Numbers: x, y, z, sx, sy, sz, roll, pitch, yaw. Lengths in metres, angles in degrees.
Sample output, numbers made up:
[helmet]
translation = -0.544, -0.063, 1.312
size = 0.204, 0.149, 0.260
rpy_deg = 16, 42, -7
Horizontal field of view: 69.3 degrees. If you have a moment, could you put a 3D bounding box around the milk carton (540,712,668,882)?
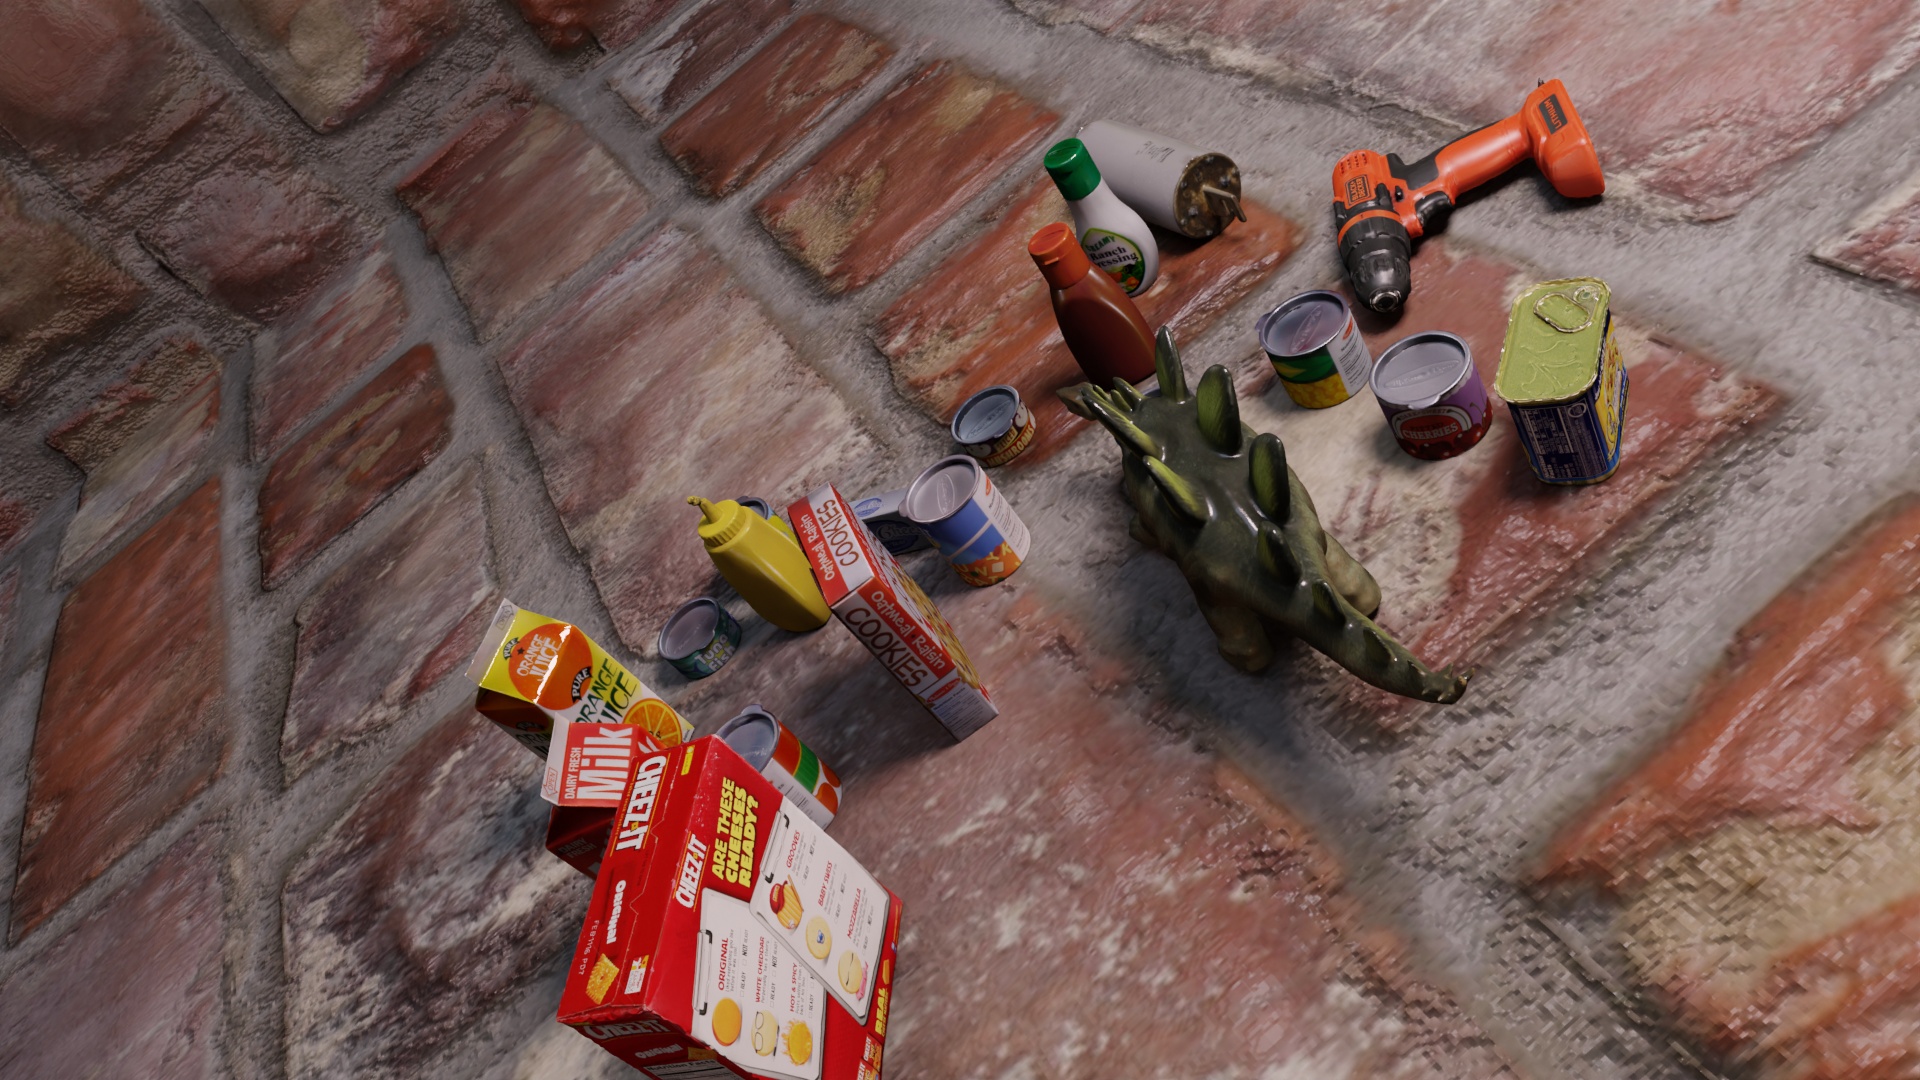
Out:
[milk carton]
translation = -0.217, 0.193, 0.949
size = 0.073, 0.190, 0.073
rpy_deg = -26, 40, 16

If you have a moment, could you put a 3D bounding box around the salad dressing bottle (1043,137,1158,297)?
[salad dressing bottle]
translation = 0.119, -0.274, 1.182
size = 0.064, 0.147, 0.044
rpy_deg = -7, 48, 34

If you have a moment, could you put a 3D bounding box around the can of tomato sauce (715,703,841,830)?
[can of tomato sauce]
translation = -0.134, 0.169, 0.994
size = 0.071, 0.083, 0.071
rpy_deg = -22, 41, 21

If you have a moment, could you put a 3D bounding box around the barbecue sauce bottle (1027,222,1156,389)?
[barbecue sauce bottle]
translation = 0.103, -0.186, 1.107
size = 0.065, 0.148, 0.044
rpy_deg = -16, 43, 26

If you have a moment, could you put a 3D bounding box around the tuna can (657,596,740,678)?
[tuna can]
translation = -0.222, 0.084, 1.189
size = 0.071, 0.032, 0.071
rpy_deg = -22, 41, 20

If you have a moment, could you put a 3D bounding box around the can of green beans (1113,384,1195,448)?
[can of green beans]
translation = 0.155, -0.073, 1.026
size = 0.071, 0.057, 0.071
rpy_deg = -22, 41, 21

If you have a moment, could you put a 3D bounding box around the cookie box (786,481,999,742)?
[cookie box]
translation = -0.049, 0.051, 0.977
size = 0.040, 0.167, 0.123
rpy_deg = -36, 38, 4

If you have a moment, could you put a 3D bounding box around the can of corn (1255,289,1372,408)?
[can of corn]
translation = 0.257, -0.139, 1.010
size = 0.071, 0.058, 0.071
rpy_deg = -22, 41, 21

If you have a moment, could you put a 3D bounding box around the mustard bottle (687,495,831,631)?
[mustard bottle]
translation = -0.164, 0.012, 1.112
size = 0.065, 0.159, 0.049
rpy_deg = -9, 47, 33

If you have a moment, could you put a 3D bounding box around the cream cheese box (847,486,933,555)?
[cream cheese box]
translation = -0.063, -0.012, 1.142
size = 0.103, 0.053, 0.024
rpy_deg = -13, 45, 29

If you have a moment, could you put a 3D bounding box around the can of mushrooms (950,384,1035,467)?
[can of mushrooms]
translation = 0.029, -0.095, 1.168
size = 0.071, 0.033, 0.071
rpy_deg = -22, 41, 20

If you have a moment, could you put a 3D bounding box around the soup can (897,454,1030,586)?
[soup can]
translation = 0.004, -0.013, 1.066
size = 0.071, 0.083, 0.072
rpy_deg = -22, 41, 21

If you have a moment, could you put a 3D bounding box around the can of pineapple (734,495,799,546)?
[can of pineapple]
translation = -0.178, 0.004, 1.215
size = 0.071, 0.057, 0.071
rpy_deg = -22, 41, 21

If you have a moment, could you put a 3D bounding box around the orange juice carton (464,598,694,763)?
[orange juice carton]
translation = -0.302, 0.128, 1.080
size = 0.073, 0.192, 0.072
rpy_deg = -9, 47, 33

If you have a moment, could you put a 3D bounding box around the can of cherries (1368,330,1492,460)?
[can of cherries]
translation = 0.312, -0.094, 0.922
size = 0.071, 0.058, 0.072
rpy_deg = -22, 41, 21
